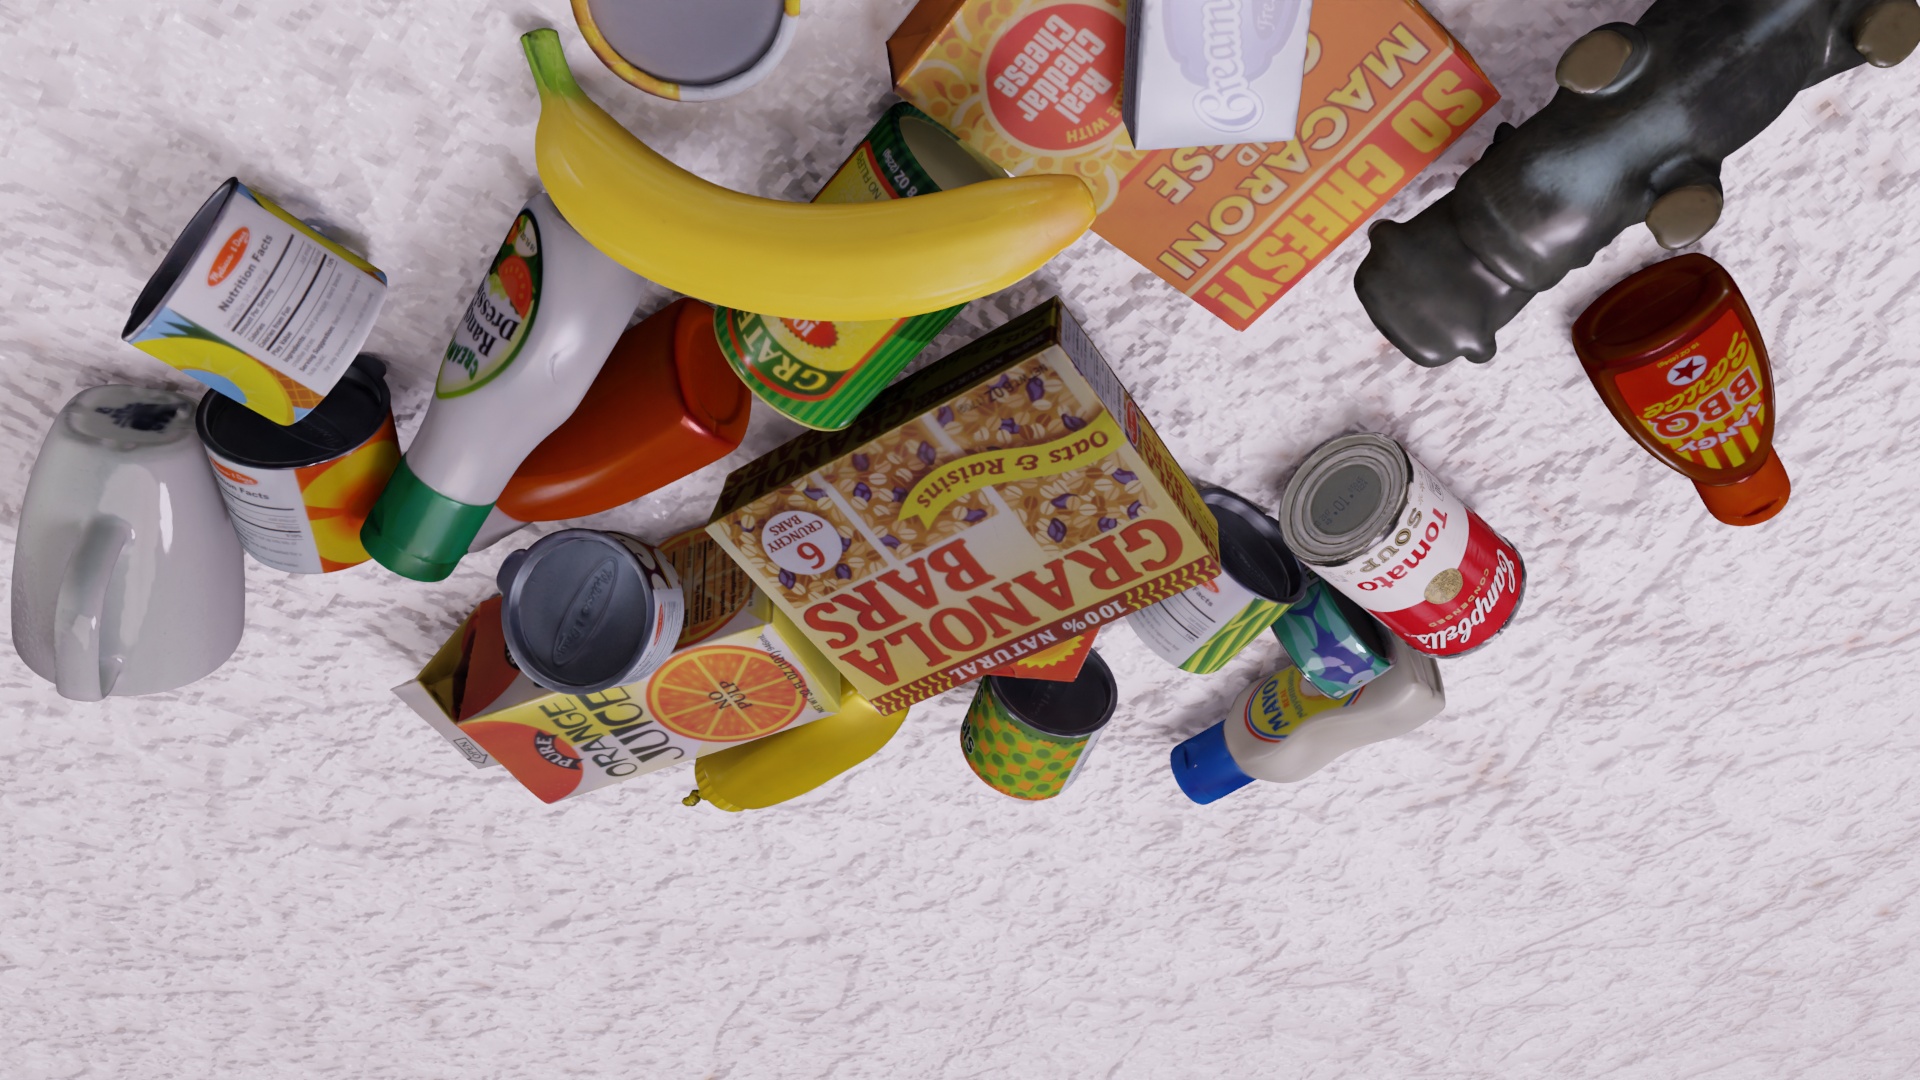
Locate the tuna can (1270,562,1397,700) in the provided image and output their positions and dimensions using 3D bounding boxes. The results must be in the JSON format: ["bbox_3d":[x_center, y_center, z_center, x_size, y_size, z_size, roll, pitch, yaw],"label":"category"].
[{"bbox_3d":[0.175,0.038,0.666,0.032,0.071,0.071,-38,129,26],"label":"tuna can"}]

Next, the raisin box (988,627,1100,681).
[{"bbox_3d":[0.029,0.011,0.633,0.086,0.040,0.122,6,135,-15],"label":"raisin box"}]

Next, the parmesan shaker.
[{"bbox_3d":[-0.033,-0.098,0.495,0.071,0.072,0.102,28,125,-31],"label":"parmesan shaker"}]

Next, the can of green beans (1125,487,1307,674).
[{"bbox_3d":[0.114,0.019,0.636,0.071,0.071,0.057,20,130,-26],"label":"can of green beans"}]

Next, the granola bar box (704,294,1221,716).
[{"bbox_3d":[0.002,-0.007,0.556,0.165,0.039,0.124,-25,121,25],"label":"granola bar box"}]

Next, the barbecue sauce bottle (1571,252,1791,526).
[{"bbox_3d":[0.322,-0.058,0.604,0.064,0.044,0.148,-33,131,22],"label":"barbecue sauce bottle"}]

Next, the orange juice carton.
[{"bbox_3d":[-0.156,0.059,0.630,0.192,0.073,0.071,-19,136,11],"label":"orange juice carton"}]

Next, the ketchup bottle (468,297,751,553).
[{"bbox_3d":[-0.150,-0.037,0.544,0.148,0.065,0.043,-23,145,27],"label":"ketchup bottle"}]

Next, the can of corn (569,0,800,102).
[{"bbox_3d":[-0.082,-0.175,0.412,0.071,0.058,0.070,-4,136,-4],"label":"can of corn"}]

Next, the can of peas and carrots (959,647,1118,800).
[{"bbox_3d":[0.036,0.086,0.694,0.071,0.071,0.058,6,135,-15],"label":"can of peas and carrots"}]

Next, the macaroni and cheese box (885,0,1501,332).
[{"bbox_3d":[0.079,-0.159,0.466,0.166,0.040,0.123,27,125,-30],"label":"macaroni and cheese box"}]

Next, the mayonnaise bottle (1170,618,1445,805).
[{"bbox_3d":[0.177,0.093,0.725,0.041,0.065,0.147,33,126,-31],"label":"mayonnaise bottle"}]

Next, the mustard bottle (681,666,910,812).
[{"bbox_3d":[-0.089,0.097,0.691,0.049,0.065,0.159,30,130,-30],"label":"mustard bottle"}]

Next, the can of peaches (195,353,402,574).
[{"bbox_3d":[-0.247,-0.031,0.532,0.071,0.071,0.057,1,135,-9],"label":"can of peaches"}]

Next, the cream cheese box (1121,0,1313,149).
[{"bbox_3d":[0.077,-0.168,0.410,0.053,0.024,0.103,-5,134,-2],"label":"cream cheese box"}]

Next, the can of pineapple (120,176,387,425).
[{"bbox_3d":[-0.243,-0.081,0.480,0.071,0.071,0.058,-35,130,25],"label":"can of pineapple"}]

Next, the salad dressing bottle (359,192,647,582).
[{"bbox_3d":[-0.167,-0.052,0.502,0.044,0.064,0.147,19,112,-45],"label":"salad dressing bottle"}]

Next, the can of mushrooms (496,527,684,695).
[{"bbox_3d":[-0.150,0.027,0.562,0.071,0.071,0.033,-20,174,12],"label":"can of mushrooms"}]
